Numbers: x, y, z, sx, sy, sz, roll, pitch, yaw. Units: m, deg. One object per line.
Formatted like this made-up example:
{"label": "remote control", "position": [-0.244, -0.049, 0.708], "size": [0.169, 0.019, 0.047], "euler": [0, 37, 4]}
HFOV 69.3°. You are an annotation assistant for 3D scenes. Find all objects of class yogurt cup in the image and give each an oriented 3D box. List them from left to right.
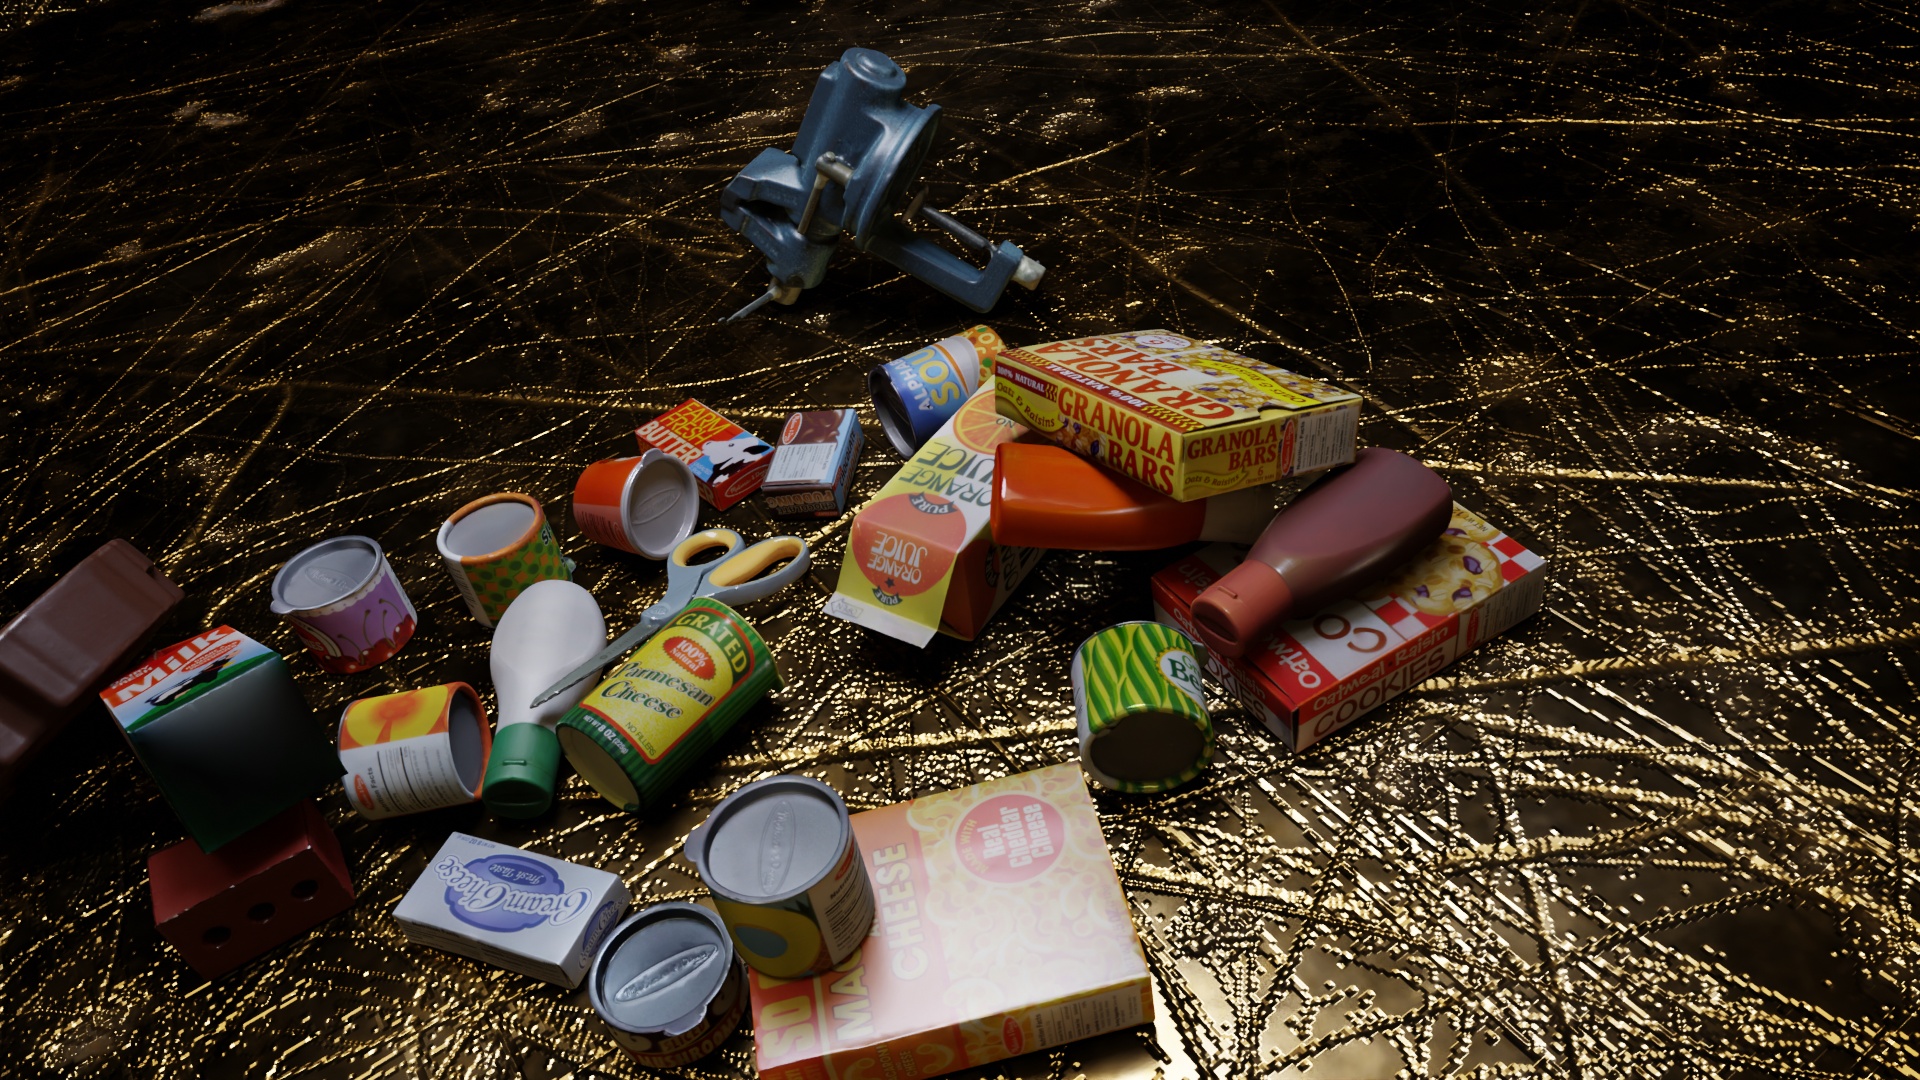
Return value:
{"label": "yogurt cup", "position": [-0.209, -0.023, 0.889], "size": [0.054, 0.072, 0.073], "euler": [5, 42, 31]}

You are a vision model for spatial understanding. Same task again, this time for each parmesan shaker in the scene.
{"label": "parmesan shaker", "position": [-0.154, 0.089, 0.742], "size": [0.071, 0.071, 0.103], "euler": [20, 49, 32]}

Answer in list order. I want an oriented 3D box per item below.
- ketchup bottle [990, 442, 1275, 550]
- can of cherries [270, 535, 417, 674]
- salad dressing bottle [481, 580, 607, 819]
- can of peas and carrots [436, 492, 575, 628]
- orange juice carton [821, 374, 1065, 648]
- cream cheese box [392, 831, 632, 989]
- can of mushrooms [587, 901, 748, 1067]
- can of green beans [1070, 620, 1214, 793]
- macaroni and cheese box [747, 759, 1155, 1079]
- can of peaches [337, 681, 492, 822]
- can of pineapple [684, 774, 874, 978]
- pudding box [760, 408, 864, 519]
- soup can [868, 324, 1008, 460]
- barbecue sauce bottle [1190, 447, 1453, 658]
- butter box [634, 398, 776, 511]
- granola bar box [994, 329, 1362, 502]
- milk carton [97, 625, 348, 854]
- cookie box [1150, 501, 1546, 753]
{"label": "ketchup bottle", "position": [0.091, -0.021, 0.746], "size": [0.149, 0.043, 0.065], "euler": [4, 38, -3]}
{"label": "can of cherries", "position": [-0.380, 0.041, 0.856], "size": [0.071, 0.058, 0.072], "euler": [-6, 41, 5]}
{"label": "salad dressing bottle", "position": [-0.237, 0.087, 0.780], "size": [0.064, 0.043, 0.148], "euler": [1, 41, -5]}
{"label": "can of peas and carrots", "position": [-0.282, 0.011, 0.868], "size": [0.071, 0.058, 0.071], "euler": [-6, 40, 6]}
{"label": "orange juice carton", "position": [0.003, -0.010, 0.815], "size": [0.072, 0.072, 0.194], "euler": [19, 49, 28]}
{"label": "cream cheese box", "position": [-0.219, 0.180, 0.681], "size": [0.104, 0.024, 0.054], "euler": [8, 45, 22]}
{"label": "can of mushrooms", "position": [-0.130, 0.202, 0.627], "size": [0.071, 0.033, 0.071], "euler": [-6, 40, 5]}
{"label": "can of green beans", "position": [0.090, 0.083, 0.690], "size": [0.071, 0.071, 0.058], "euler": [-7, 40, 5]}
{"label": "macaroni and cheese box", "position": [-0.010, 0.175, 0.626], "size": [0.167, 0.040, 0.124], "euler": [-13, 40, -3]}
{"label": "can of peaches", "position": [-0.290, 0.111, 0.746], "size": [0.058, 0.071, 0.071], "euler": [-11, 40, 1]}
{"label": "can of pineapple", "position": [-0.076, 0.144, 0.598], "size": [0.071, 0.057, 0.071], "euler": [-7, 39, 6]}
{"label": "pudding box", "position": [-0.096, -0.051, 0.920], "size": [0.049, 0.030, 0.084], "euler": [-3, 40, 12]}
{"label": "soup can", "position": [-0.010, -0.101, 0.927], "size": [0.084, 0.071, 0.071], "euler": [-26, 42, -17]}
{"label": "barbecue sauce bottle", "position": [0.182, 0.007, 0.713], "size": [0.149, 0.043, 0.065], "euler": [-33, 43, -24]}
{"label": "butter box", "position": [-0.174, -0.060, 0.953], "size": [0.053, 0.024, 0.104], "euler": [-36, 46, -27]}
{"label": "granola bar box", "position": [0.114, -0.075, 0.758], "size": [0.124, 0.039, 0.166], "euler": [-13, 26, -30]}
{"label": "milk carton", "position": [-0.395, 0.097, 0.731], "size": [0.074, 0.072, 0.190], "euler": [-33, 20, -31]}
{"label": "cookie box", "position": [0.206, 0.028, 0.748], "size": [0.168, 0.040, 0.123], "euler": [-26, 42, -17]}
